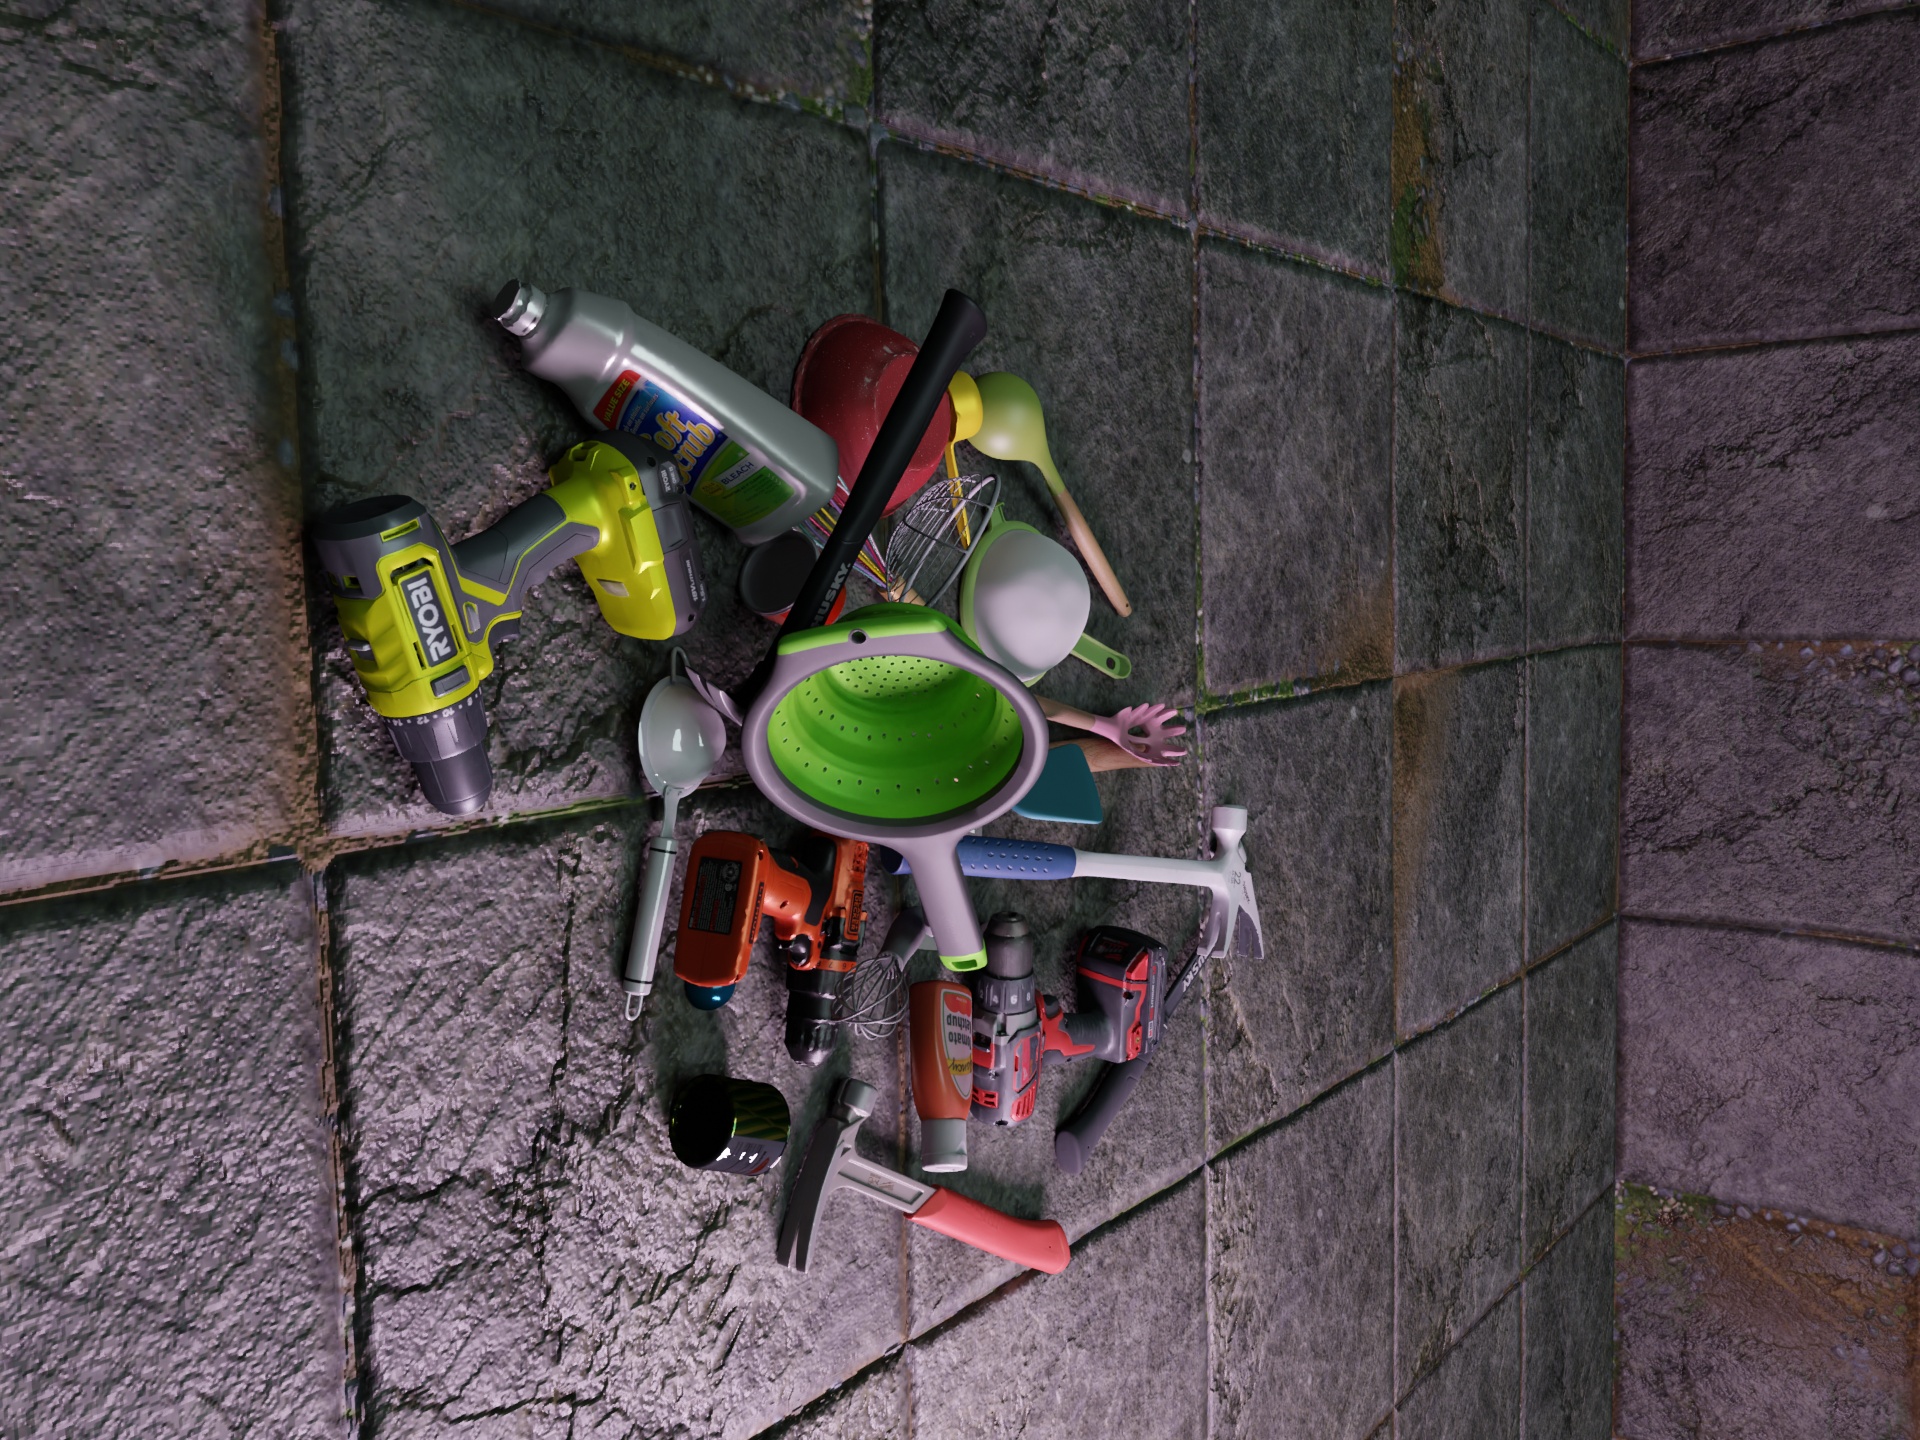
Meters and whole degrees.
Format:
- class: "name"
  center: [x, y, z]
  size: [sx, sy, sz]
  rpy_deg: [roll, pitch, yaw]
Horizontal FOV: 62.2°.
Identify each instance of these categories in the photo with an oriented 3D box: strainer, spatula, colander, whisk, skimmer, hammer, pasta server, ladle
- class: "strainer"
  center: [0.101, -0.085, 1.437]
  size: [0.256, 0.069, 0.151]
  rpy_deg: [26, 72, -48]
- class: "spatula"
  center: [-0.014, 0.030, 1.285]
  size: [0.317, 0.044, 0.082]
  rpy_deg: [17, 46, -40]
- class: "colander"
  center: [-0.030, 0.041, 1.143]
  size: [0.396, 0.204, 0.095]
  rpy_deg: [75, 10, -47]
- class: "whisk"
  center: [-0.052, 0.183, 1.210]
  size: [0.239, 0.055, 0.055]
  rpy_deg: [-53, 138, -76]
- class: "skimmer"
  center: [-0.002, -0.004, 1.206]
  size: [0.127, 0.090, 0.363]
  rpy_deg: [-107, -169, -69]
- class: "hammer"
  center: [0.208, 0.301, 1.624]
  size: [0.409, 0.036, 0.149]
  rpy_deg: [-48, 128, -38]
- class: "pasta server"
  center: [0.106, -0.005, 1.424]
  size: [0.316, 0.040, 0.060]
  rpy_deg: [16, 68, -50]
- class: "ladle"
  center: [0.087, -0.193, 1.446]
  size: [0.319, 0.062, 0.078]
  rpy_deg: [53, 51, -47]
- class: "hammer"
  center: [-0.014, 0.426, 1.350]
  size: [0.358, 0.037, 0.149]
  rpy_deg: [40, 62, -45]
- class: "hammer"
  center: [0.104, 0.130, 1.389]
  size: [0.405, 0.035, 0.144]
  rpy_deg: [8, 83, -37]
- class: "hammer"
  center: [0.096, 0.032, 1.469]
  size: [0.331, 0.031, 0.130]
  rpy_deg: [-4, 96, -52]
- class: "whisk"
  center: [-0.069, -0.124, 1.248]
  size: [0.051, 0.047, 0.244]
  rpy_deg: [-60, 140, -13]
- class: "hammer"
  center: [-0.074, -0.138, 1.090]
  size: [0.146, 0.035, 0.334]
  rpy_deg: [11, 110, -61]
- class: "strainer"
  center: [-0.200, 0.078, 1.095]
  size: [0.086, 0.050, 0.258]
  rpy_deg: [18, 81, -62]

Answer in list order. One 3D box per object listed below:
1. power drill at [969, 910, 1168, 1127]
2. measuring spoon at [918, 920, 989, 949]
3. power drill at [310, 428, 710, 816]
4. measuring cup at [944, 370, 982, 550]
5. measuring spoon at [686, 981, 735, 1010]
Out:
- class: "power drill"
  center: [0.091, 0.246, 1.431]
  size: [0.226, 0.080, 0.188]
  rpy_deg: [-11, 107, -47]
- class: "measuring spoon"
  center: [-0.007, 0.185, 1.366]
  size: [0.124, 0.018, 0.034]
  rpy_deg: [9, 96, -45]
- class: "power drill"
  center: [-0.266, -0.067, 0.974]
  size: [0.228, 0.080, 0.190]
  rpy_deg: [-36, 124, -42]
- class: "measuring cup"
  center: [0.005, -0.215, 1.324]
  size: [0.029, 0.062, 0.156]
  rpy_deg: [-19, 121, -16]
- class: "measuring spoon"
  center: [-0.159, 0.152, 1.161]
  size: [0.042, 0.021, 0.129]
  rpy_deg: [47, 58, -42]
